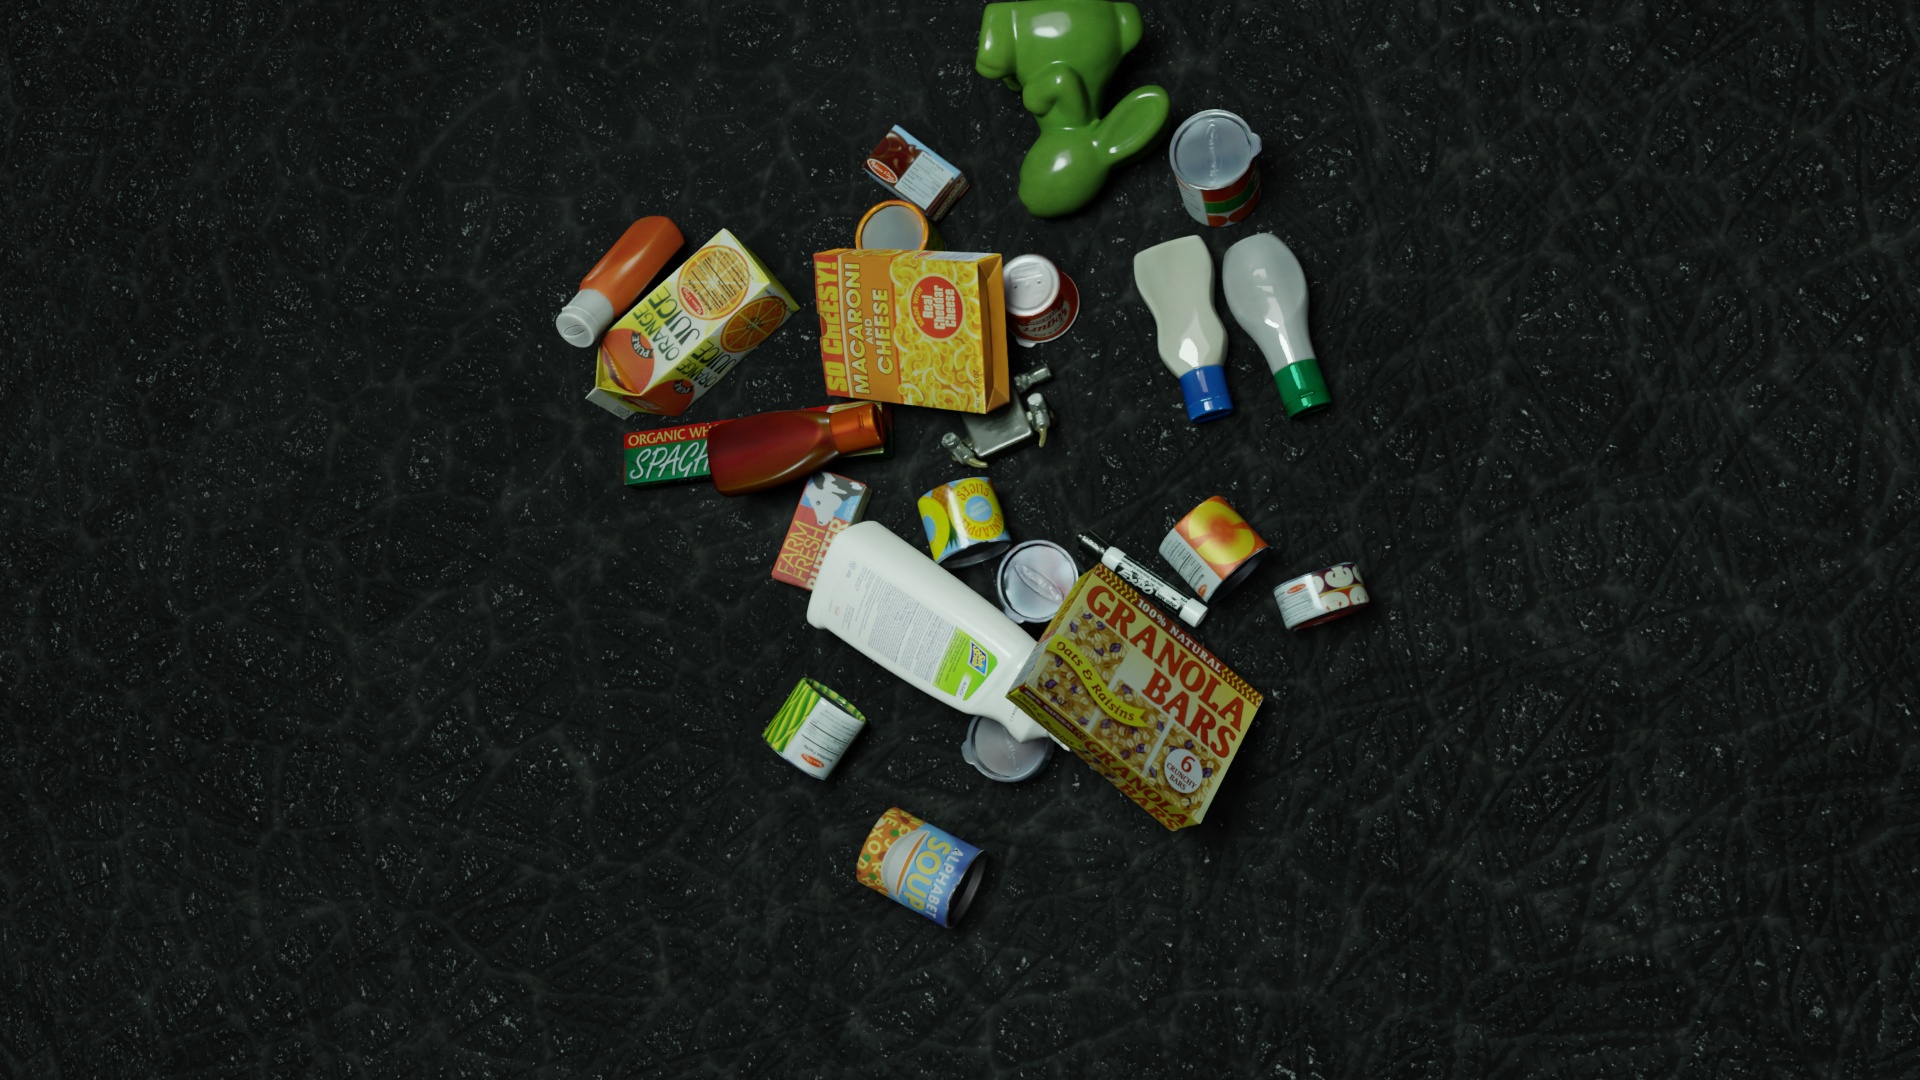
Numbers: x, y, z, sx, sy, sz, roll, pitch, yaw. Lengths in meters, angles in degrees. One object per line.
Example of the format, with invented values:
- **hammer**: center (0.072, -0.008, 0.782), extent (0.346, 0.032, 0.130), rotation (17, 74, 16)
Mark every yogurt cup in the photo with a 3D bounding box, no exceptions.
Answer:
- **yogurt cup**: center (0.062, -0.205, 1.162), extent (0.072, 0.054, 0.072), rotation (-3, 79, 15)

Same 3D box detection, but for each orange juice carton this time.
- **orange juice carton**: center (-0.246, -0.179, 1.236), extent (0.192, 0.072, 0.073), rotation (-40, 72, 6)

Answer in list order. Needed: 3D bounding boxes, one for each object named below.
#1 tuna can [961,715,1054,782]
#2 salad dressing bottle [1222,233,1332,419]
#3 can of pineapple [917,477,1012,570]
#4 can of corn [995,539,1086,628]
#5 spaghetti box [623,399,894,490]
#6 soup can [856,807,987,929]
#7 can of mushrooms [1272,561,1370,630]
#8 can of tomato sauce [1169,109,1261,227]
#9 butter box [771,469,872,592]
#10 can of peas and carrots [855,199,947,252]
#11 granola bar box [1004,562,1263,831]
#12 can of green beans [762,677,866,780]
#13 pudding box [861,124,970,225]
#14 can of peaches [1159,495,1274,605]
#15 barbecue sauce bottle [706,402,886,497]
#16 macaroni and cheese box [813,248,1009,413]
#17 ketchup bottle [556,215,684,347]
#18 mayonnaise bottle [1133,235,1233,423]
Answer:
- **tuna can**: center (0.039, 0.161, 1.114), extent (0.071, 0.033, 0.071), rotation (-3, 79, 15)
- **salad dressing bottle**: center (0.255, -0.170, 1.107), extent (0.064, 0.044, 0.148), rotation (-19, 77, 10)
- **can of pineapple**: center (0.004, -0.014, 1.137), extent (0.071, 0.071, 0.058), rotation (-20, 76, 12)
- **can of corn**: center (0.066, 0.038, 1.115), extent (0.071, 0.058, 0.071), rotation (-3, 80, 15)
- **spaghetti box**: center (-0.181, -0.083, 1.223), extent (0.250, 0.028, 0.050), rotation (-6, 78, 15)
- **soup can**: center (-0.031, 0.258, 1.097), extent (0.084, 0.071, 0.071), rotation (22, 87, 19)
- **can of mushrooms**: center (0.275, 0.042, 1.052), extent (0.071, 0.071, 0.033), rotation (-20, 76, 12)
- **can of tomato sauce**: center (0.209, -0.299, 1.121), extent (0.071, 0.083, 0.071), rotation (-3, 80, 15)
- **butter box**: center (-0.119, -0.007, 1.194), extent (0.053, 0.024, 0.103), rotation (20, 86, 18)
- **can of peas and carrots**: center (-0.051, -0.256, 1.201), extent (0.071, 0.058, 0.071), rotation (-3, 80, 15)
- **granola bar box**: center (0.131, 0.116, 1.032), extent (0.165, 0.039, 0.125), rotation (39, 58, -6)
- **can of green beans**: center (-0.119, 0.154, 1.143), extent (0.071, 0.071, 0.058), rotation (35, 91, 18)
- **pudding box**: center (-0.039, -0.322, 1.224), extent (0.084, 0.030, 0.049), rotation (40, 94, 19)
- **can of peaches**: center (0.199, 0.006, 1.080), extent (0.071, 0.071, 0.058), rotation (-43, 72, 5)
- **barbecue sauce bottle**: center (-0.138, -0.082, 1.171), extent (0.148, 0.043, 0.065), rotation (-13, 77, 13)
- **macaroni and cheese box**: center (-0.042, -0.175, 1.144), extent (0.166, 0.040, 0.123), rotation (10, 114, 33)
- **ketchup bottle**: center (-0.305, -0.230, 1.234), extent (0.064, 0.043, 0.149), rotation (-10, 38, 36)
- **mayonnaise bottle**: center (0.186, -0.170, 1.128), extent (0.065, 0.041, 0.148), rotation (-15, 78, 15)
